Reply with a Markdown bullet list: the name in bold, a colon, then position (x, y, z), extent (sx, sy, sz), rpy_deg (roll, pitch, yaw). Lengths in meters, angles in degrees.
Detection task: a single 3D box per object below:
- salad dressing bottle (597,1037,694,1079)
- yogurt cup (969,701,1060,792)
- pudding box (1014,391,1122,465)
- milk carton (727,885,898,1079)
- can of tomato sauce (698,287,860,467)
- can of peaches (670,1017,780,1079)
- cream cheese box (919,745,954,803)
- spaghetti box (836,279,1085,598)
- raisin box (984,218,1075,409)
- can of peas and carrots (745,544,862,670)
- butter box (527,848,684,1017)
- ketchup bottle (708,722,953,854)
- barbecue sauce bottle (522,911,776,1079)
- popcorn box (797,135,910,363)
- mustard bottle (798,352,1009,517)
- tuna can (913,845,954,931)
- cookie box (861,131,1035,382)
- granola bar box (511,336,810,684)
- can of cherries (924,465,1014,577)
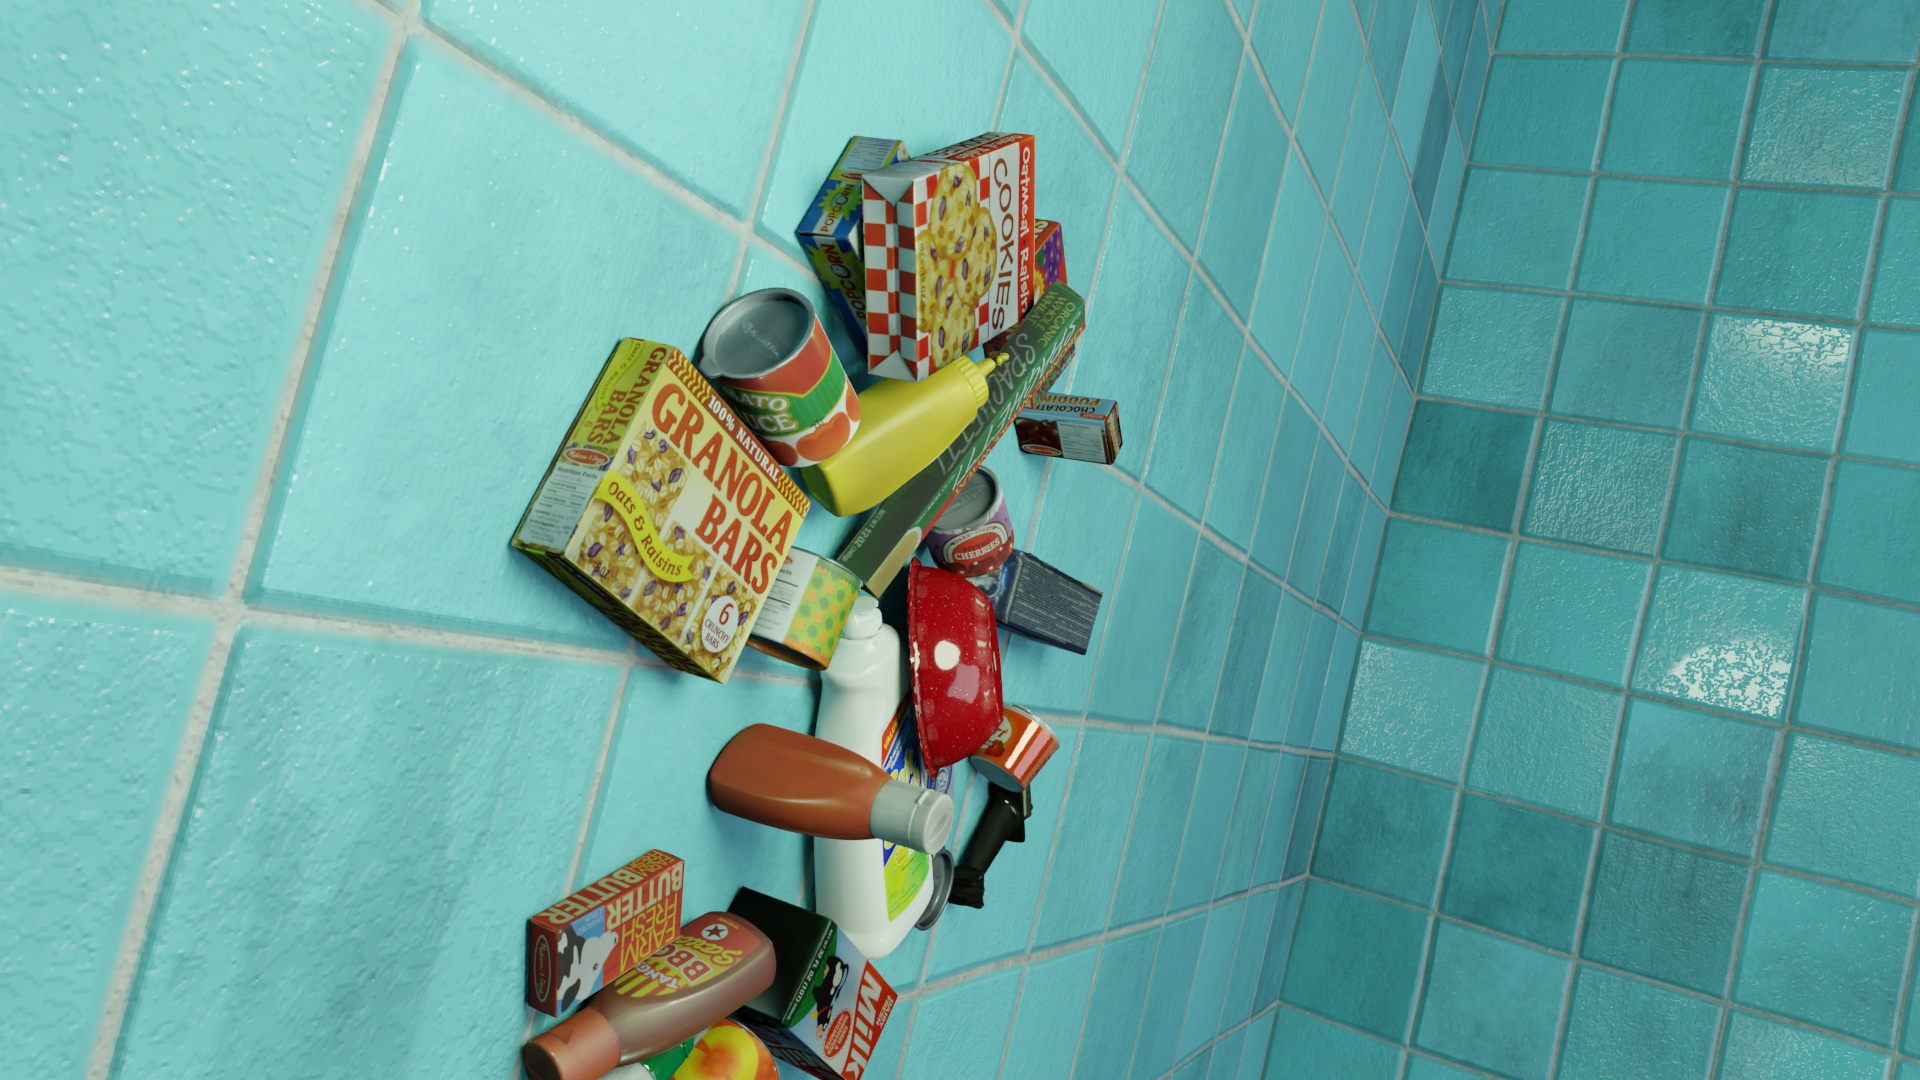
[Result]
- **salad dressing bottle**: position (-0.207, 0.328, 0.779), extent (0.148, 0.044, 0.064), rpy_deg (-45, 137, -50)
- **yogurt cup**: position (0.045, 0.181, 1.200), extent (0.054, 0.072, 0.072), rpy_deg (-56, 147, -23)
- **pudding box**: position (0.089, -0.094, 1.149), extent (0.030, 0.084, 0.049), rpy_deg (-61, 149, -37)
- **milk carton**: position (-0.102, 0.314, 0.948), extent (0.072, 0.073, 0.189), rpy_deg (-63, 151, -27)
- **can of tomato sauce**: position (-0.101, -0.090, 0.790), extent (0.071, 0.071, 0.082), rpy_deg (-64, 151, -26)
- **can of peaches**: position (-0.153, 0.340, 0.860), extent (0.058, 0.071, 0.071), rpy_deg (-43, 137, -48)
- **cream cheese box**: position (-0.026, 0.180, 1.101), extent (0.053, 0.024, 0.103), rpy_deg (-31, 128, -58)
- **spaghetti box**: position (0.004, -0.070, 0.950), extent (0.250, 0.029, 0.050), rpy_deg (-53, 168, -8)
- **raisin box**: position (0.052, -0.178, 1.091), extent (0.086, 0.040, 0.122), rpy_deg (-54, 146, -39)
- **can of peas and carrots**: position (-0.099, 0.042, 0.846), extent (0.059, 0.071, 0.070), rpy_deg (-69, 153, -16)
- **butter box**: position (-0.196, 0.216, 0.774), extent (0.104, 0.024, 0.053), rpy_deg (-21, 120, -59)
- **ketchup bottle**: position (-0.077, 0.154, 0.845), extent (0.065, 0.149, 0.043), rpy_deg (-47, 139, -47)
- **barbecue sauce bottle**: position (-0.177, 0.266, 0.794), extent (0.149, 0.065, 0.043), rpy_deg (-22, 119, -50)
- **popcorn box**: position (-0.049, -0.181, 0.886), extent (0.085, 0.038, 0.126), rpy_deg (-65, 151, -25)
- **mustard bottle**: position (-0.031, -0.079, 0.896), extent (0.161, 0.049, 0.065), rpy_deg (-36, 143, -23)
- **tuna can**: position (-0.034, 0.273, 1.113), extent (0.071, 0.033, 0.070), rpy_deg (-36, 132, -54)
- **cookie box**: position (-0.004, -0.185, 0.885), extent (0.168, 0.040, 0.122), rpy_deg (-40, 136, -53)
- **granola bar box**: position (-0.153, -0.011, 0.748), extent (0.124, 0.039, 0.165), rpy_deg (-67, 152, -20)
- **can of cherries**: position (0.004, -0.013, 1.027), extent (0.072, 0.071, 0.058), rpy_deg (-60, 150, -32)
